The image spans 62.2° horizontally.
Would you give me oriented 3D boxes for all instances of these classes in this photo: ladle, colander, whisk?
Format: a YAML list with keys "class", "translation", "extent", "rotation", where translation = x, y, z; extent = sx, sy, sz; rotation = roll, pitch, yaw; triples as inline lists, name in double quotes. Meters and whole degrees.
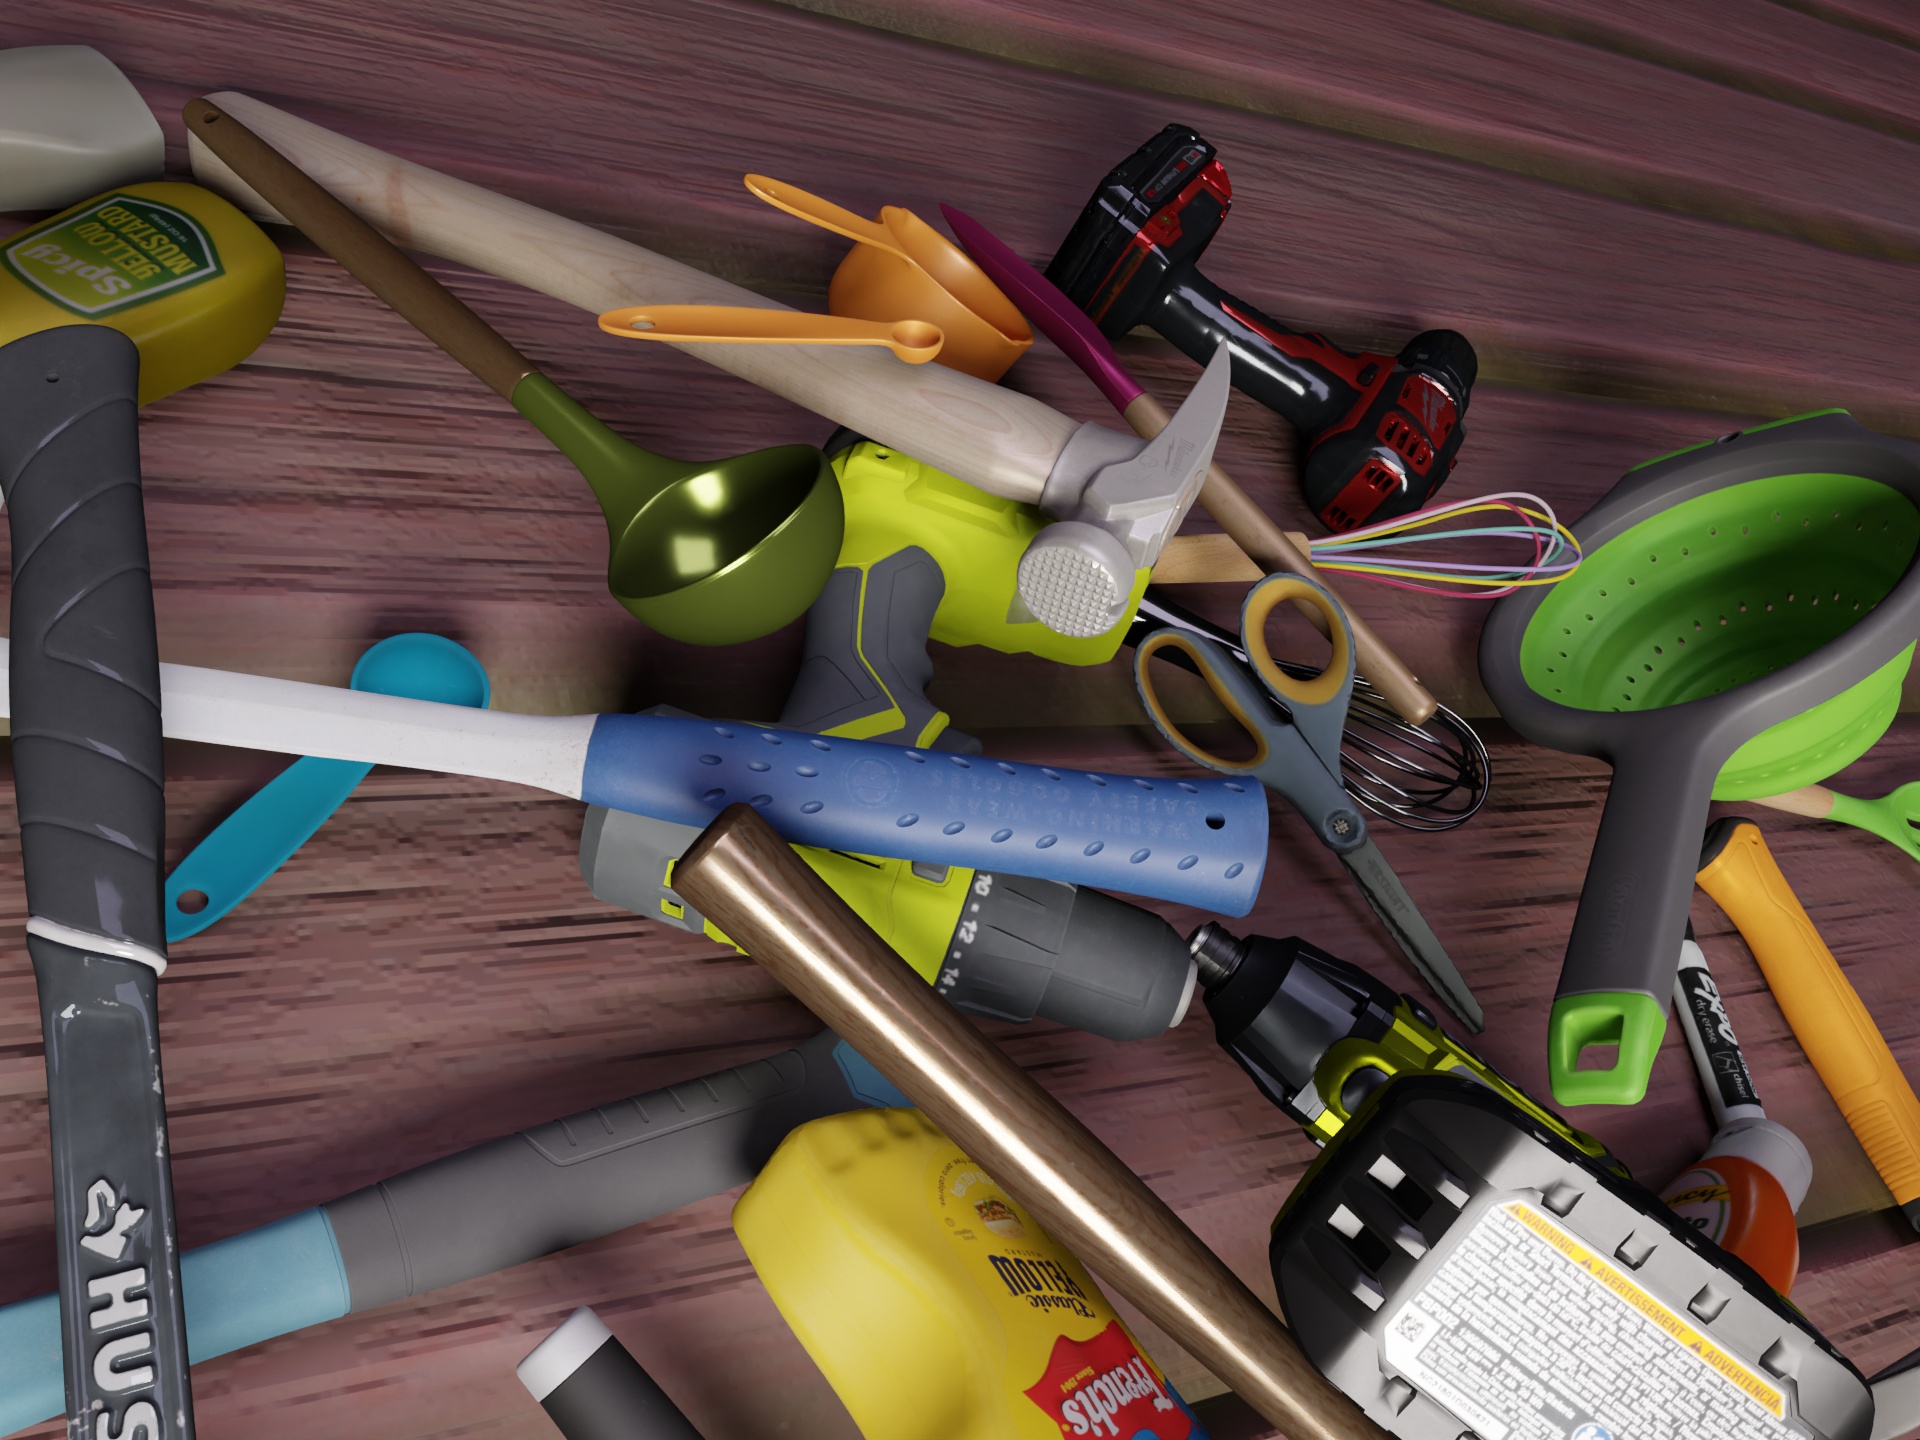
- class: "ladle"
  translation: [-0.163, -0.131, 0.525]
  extent: [0.320, 0.062, 0.078]
  rotation: [40, 69, 17]
- class: "colander"
  translation: [0.312, 0.021, 0.661]
  extent: [0.094, 0.204, 0.397]
  rotation: [53, 47, -22]
- class: "whisk"
  translation: [0.116, -0.020, 0.670]
  extent: [0.239, 0.055, 0.055]
  rotation: [27, 45, 0]
- class: "whisk"
  translation: [0.173, -0.078, 0.726]
  extent: [0.245, 0.051, 0.047]
  rotation: [-3, 79, -15]

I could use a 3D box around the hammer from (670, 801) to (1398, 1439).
- class: "hammer"
  translation: [0.054, 0.143, 0.409]
  extent: [0.331, 0.031, 0.130]
  rotation: [44, 1, -6]

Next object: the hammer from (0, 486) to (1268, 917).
- class: "hammer"
  translation: [-0.115, 0.014, 0.441]
  extent: [0.405, 0.035, 0.144]
  rotation: [8, 59, -6]

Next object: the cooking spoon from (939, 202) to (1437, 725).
- class: "cooking spoon"
  translation: [0.092, -0.119, 0.687]
  extent: [0.319, 0.017, 0.068]
  rotation: [51, 23, 18]

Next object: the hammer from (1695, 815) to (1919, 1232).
- class: "hammer"
  translation: [0.405, 0.187, 0.663]
  extent: [0.127, 0.034, 0.337]
  rotation: [2, 53, -27]

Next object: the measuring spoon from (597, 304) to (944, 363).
- class: "measuring spoon"
  translation: [-0.064, -0.130, 0.540]
  extent: [0.117, 0.011, 0.021]
  rotation: [2, 44, -3]

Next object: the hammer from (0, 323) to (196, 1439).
- class: "hammer"
  translation: [-0.186, 0.067, 0.354]
  extent: [0.149, 0.036, 0.409]
  rotation: [-10, 61, -19]

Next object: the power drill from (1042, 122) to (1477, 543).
- class: "power drill"
  translation: [0.171, -0.207, 0.833]
  extent: [0.226, 0.080, 0.188]
  rotation: [39, 45, 1]

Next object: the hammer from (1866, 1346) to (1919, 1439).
- class: "hammer"
  translation: [0.381, 0.194, 0.546]
  extent: [0.359, 0.149, 0.037]
  rotation: [-9, 61, -30]

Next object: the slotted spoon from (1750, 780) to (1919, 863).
- class: "slotted spoon"
  translation: [0.413, 0.034, 0.801]
  extent: [0.313, 0.031, 0.070]
  rotation: [14, 48, -16]

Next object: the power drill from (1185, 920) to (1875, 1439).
- class: "power drill"
  translation: [0.141, 0.134, 0.463]
  extent: [0.171, 0.080, 0.223]
  rotation: [37, 6, 0]

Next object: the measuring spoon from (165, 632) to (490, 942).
- class: "measuring spoon"
  translation: [-0.194, 0.022, 0.482]
  extent: [0.042, 0.021, 0.129]
  rotation: [37, 54, 2]

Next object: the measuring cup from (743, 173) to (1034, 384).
- class: "measuring cup"
  translation: [-0.041, -0.181, 0.672]
  extent: [0.173, 0.052, 0.095]
  rotation: [6, 44, -53]

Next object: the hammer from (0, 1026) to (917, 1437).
- class: "hammer"
  translation: [-0.145, 0.130, 0.403]
  extent: [0.331, 0.033, 0.128]
  rotation: [-11, 59, -35]

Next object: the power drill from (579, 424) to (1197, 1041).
- class: "power drill"
  translation: [-0.001, -0.002, 0.550]
  extent: [0.190, 0.080, 0.229]
  rotation: [19, 47, 0]

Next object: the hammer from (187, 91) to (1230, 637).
- class: "hammer"
  translation: [-0.103, -0.159, 0.589]
  extent: [0.411, 0.038, 0.146]
  rotation: [24, 49, 12]

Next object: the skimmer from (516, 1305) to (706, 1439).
- class: "skimmer"
  translation: [0.045, 0.258, 0.349]
  extent: [0.363, 0.090, 0.127]
  rotation: [46, 21, 7]
